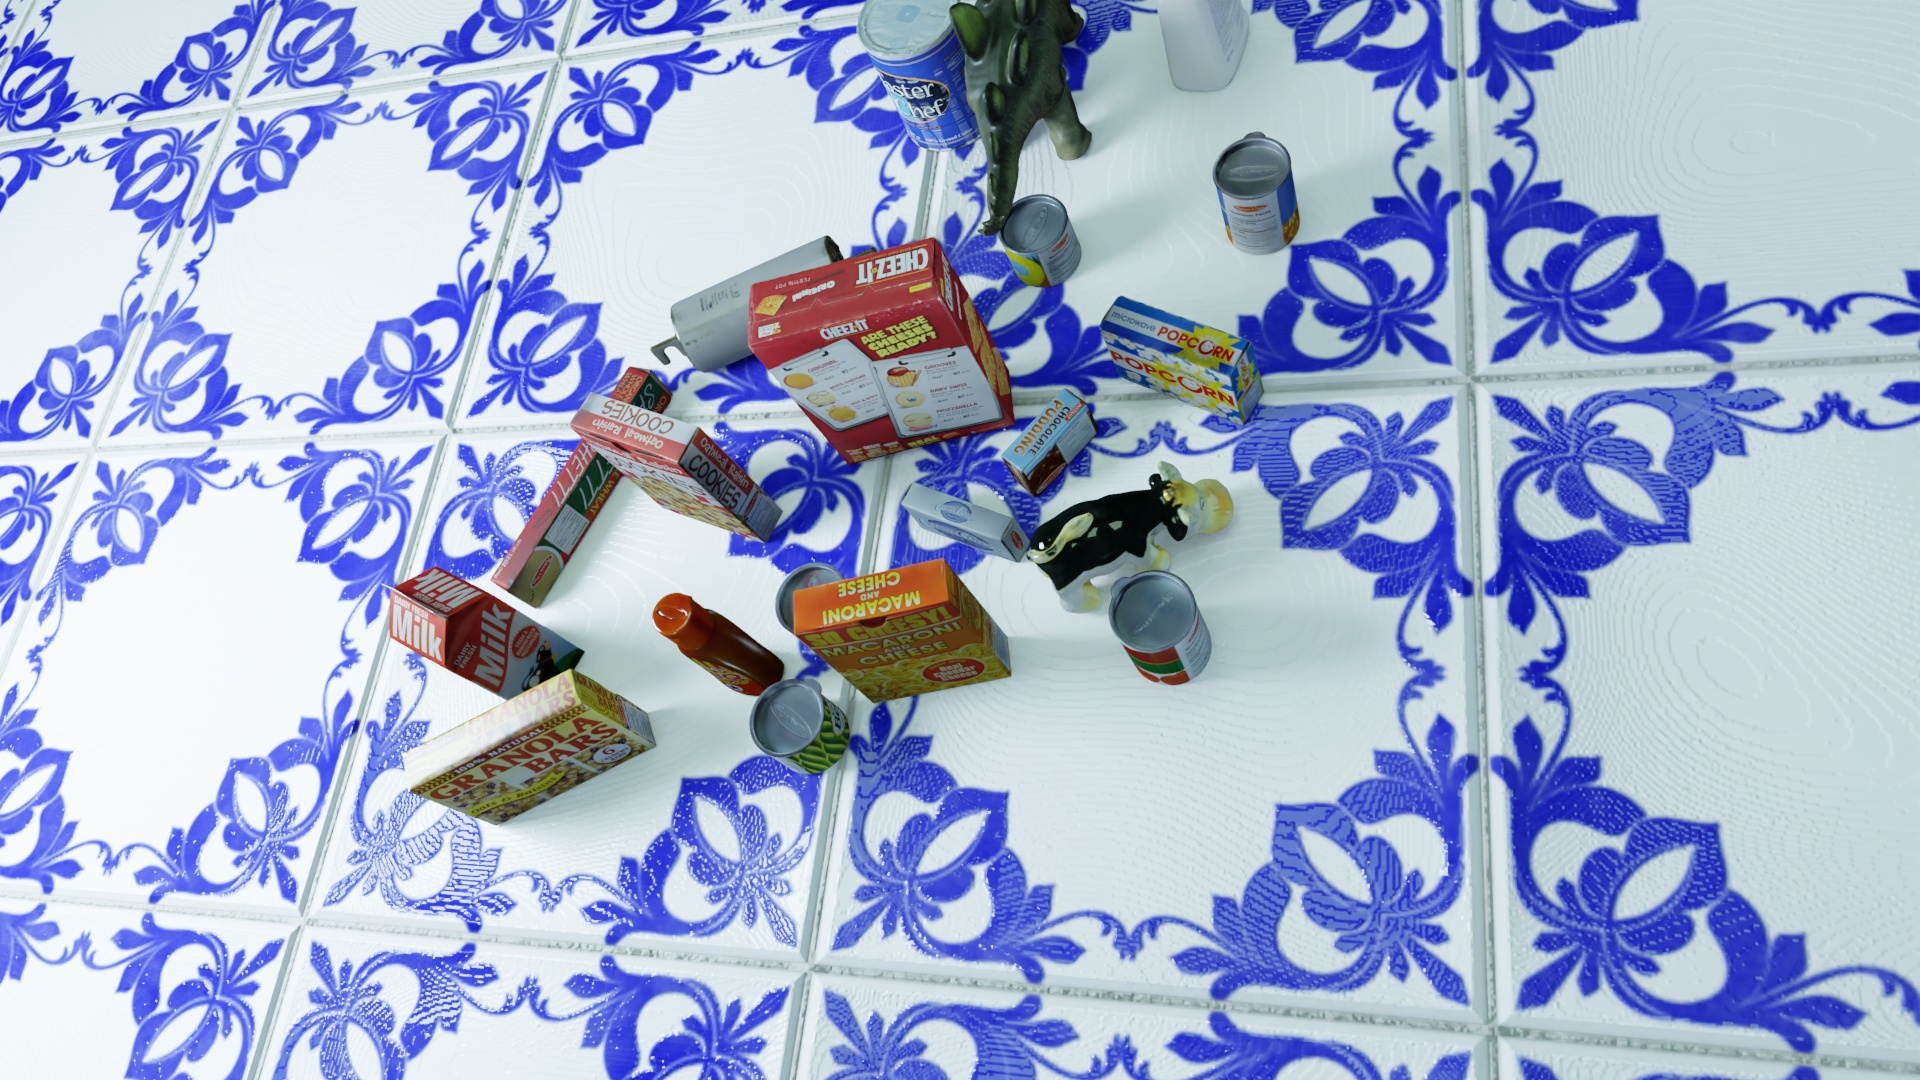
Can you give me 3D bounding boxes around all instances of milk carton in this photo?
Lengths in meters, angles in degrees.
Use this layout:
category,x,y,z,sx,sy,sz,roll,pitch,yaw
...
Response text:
category,x,y,z,sx,sy,sz,roll,pitch,yaw
milk carton,-0.418,0.084,1.203,0.072,0.190,0.073,21,75,27

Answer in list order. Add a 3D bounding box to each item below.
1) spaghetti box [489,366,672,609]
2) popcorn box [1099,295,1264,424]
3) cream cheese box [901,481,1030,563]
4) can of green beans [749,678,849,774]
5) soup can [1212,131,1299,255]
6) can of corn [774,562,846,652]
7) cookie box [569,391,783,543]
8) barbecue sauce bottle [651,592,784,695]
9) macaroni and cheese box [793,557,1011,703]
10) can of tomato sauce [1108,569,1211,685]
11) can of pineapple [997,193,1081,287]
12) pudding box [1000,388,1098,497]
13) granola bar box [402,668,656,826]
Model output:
category,x,y,z,sx,sy,sz,roll,pitch,yaw
spaghetti box,-0.359,-0.053,1.330,0.029,0.050,0.250,22,74,27
popcorn box,0.186,-0.152,1.166,0.127,0.085,0.038,26,77,28
cream cheese box,0.004,-0.015,1.182,0.104,0.053,0.024,20,74,26
can of green beans,-0.132,0.155,1.146,0.071,0.057,0.071,-8,64,16
soup can,0.260,-0.302,1.213,0.071,0.083,0.071,-8,64,16
can of corn,-0.114,0.060,1.185,0.071,0.058,0.071,-8,64,16
cookie box,-0.248,-0.061,1.227,0.123,0.167,0.040,18,73,26
barbecue sauce bottle,-0.204,0.086,1.152,0.065,0.148,0.044,11,70,24
macaroni and cheese box,-0.042,0.075,1.090,0.123,0.166,0.040,-13,62,13
can of tomato sauce,0.154,0.068,1.073,0.071,0.083,0.071,-8,64,16
can of pineapple,0.072,-0.276,1.281,0.071,0.057,0.071,-8,64,16
pudding box,0.077,-0.084,1.192,0.084,0.049,0.030,-47,60,-6
granola bar box,-0.363,0.177,1.178,0.165,0.124,0.039,-27,60,6
